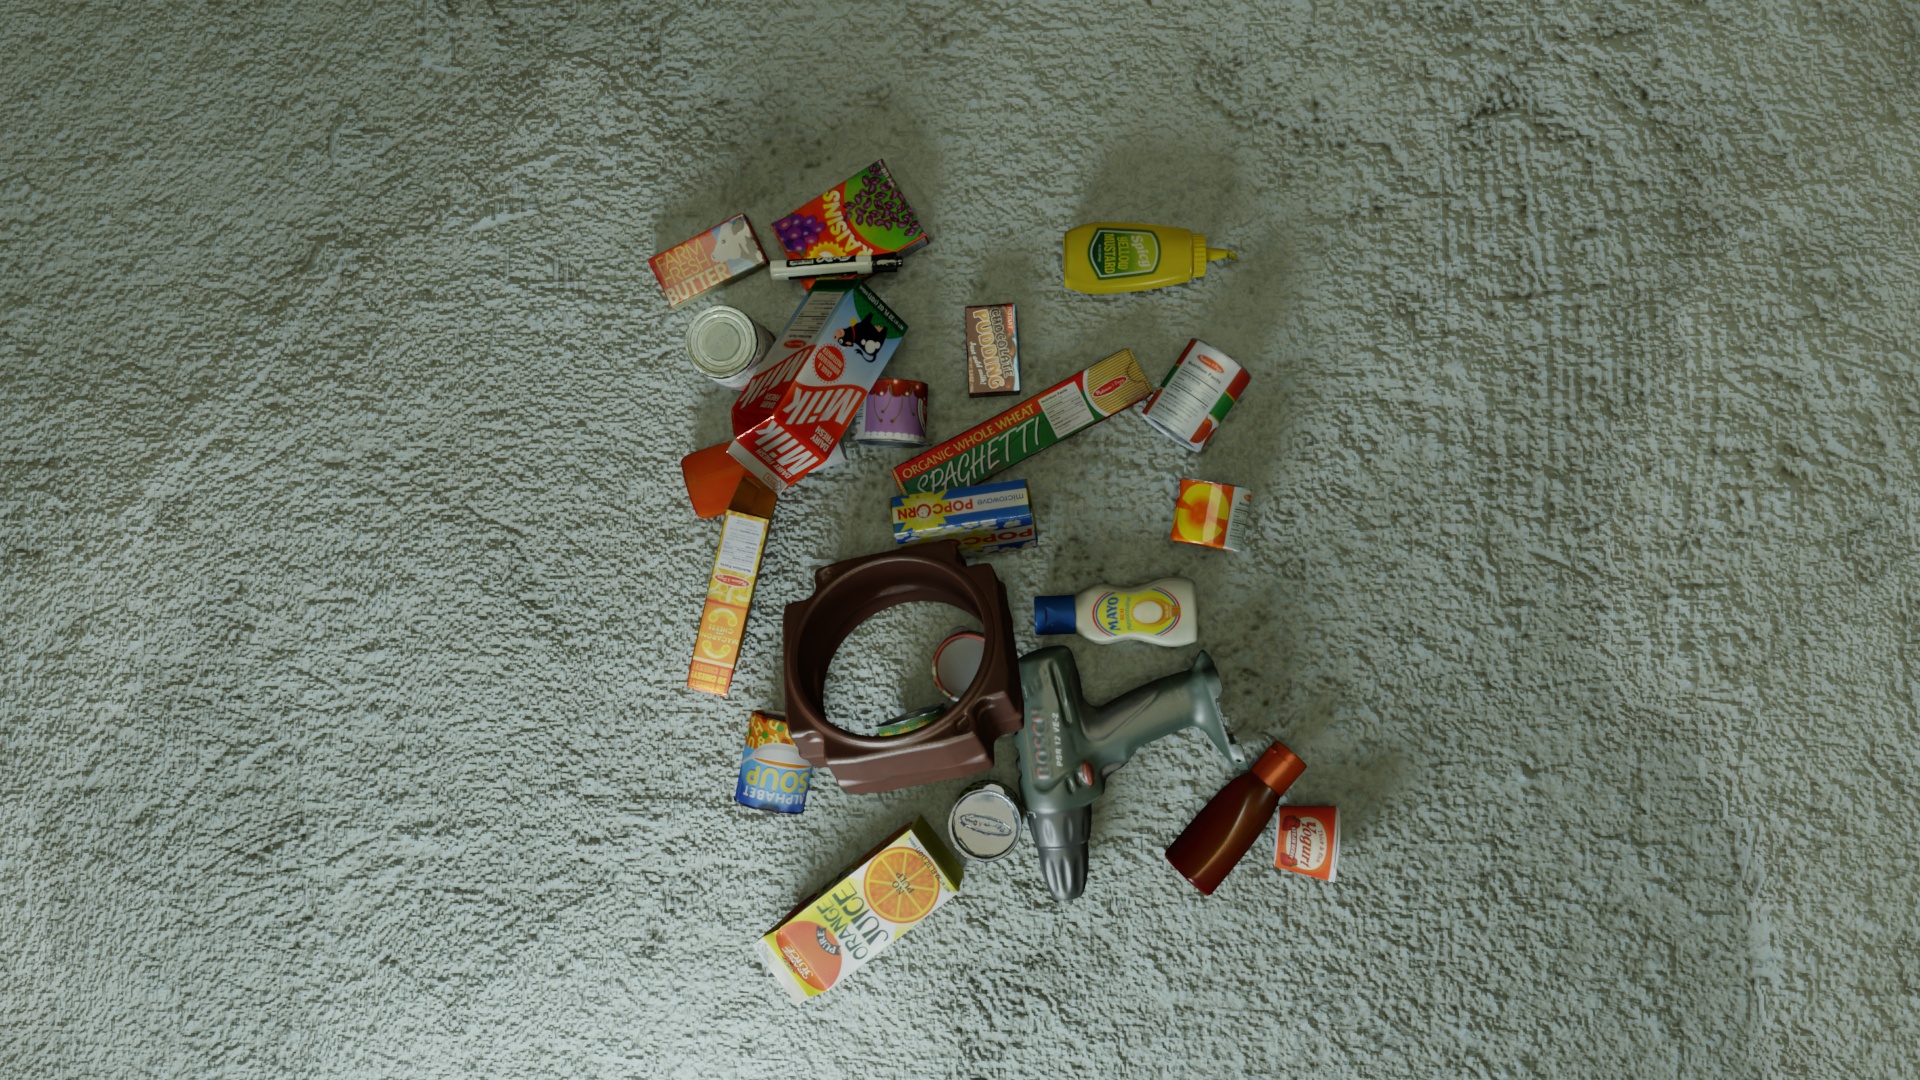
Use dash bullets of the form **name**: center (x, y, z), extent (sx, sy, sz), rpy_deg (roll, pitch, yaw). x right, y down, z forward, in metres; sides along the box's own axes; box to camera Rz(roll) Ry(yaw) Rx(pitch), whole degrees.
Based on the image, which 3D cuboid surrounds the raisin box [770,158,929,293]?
- **raisin box**: center (-0.103, -0.287, 1.302), extent (0.123, 0.040, 0.086), rpy_deg (-29, 88, 3)

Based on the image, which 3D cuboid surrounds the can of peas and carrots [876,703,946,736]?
- **can of peas and carrots**: center (-0.035, 0.186, 1.271), extent (0.071, 0.071, 0.058), rpy_deg (-18, 89, 3)

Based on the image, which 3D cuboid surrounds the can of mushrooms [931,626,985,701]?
- **can of mushrooms**: center (0.006, 0.115, 1.289), extent (0.071, 0.033, 0.071), rpy_deg (0, 89, 4)

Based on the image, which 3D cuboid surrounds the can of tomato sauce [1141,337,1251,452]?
- **can of tomato sauce**: center (0.215, -0.131, 1.267), extent (0.071, 0.071, 0.083), rpy_deg (34, 92, 4)

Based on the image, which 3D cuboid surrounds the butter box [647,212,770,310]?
- **butter box**: center (-0.238, -0.264, 1.317), extent (0.103, 0.024, 0.053), rpy_deg (-25, 88, 3)

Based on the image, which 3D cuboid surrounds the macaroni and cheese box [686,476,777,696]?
- **macaroni and cheese box**: center (-0.202, 0.038, 1.239), extent (0.040, 0.124, 0.166), rpy_deg (14, 104, -6)

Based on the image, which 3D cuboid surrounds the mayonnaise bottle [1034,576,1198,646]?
- **mayonnaise bottle**: center (0.142, 0.067, 1.277), extent (0.148, 0.041, 0.064), rpy_deg (-2, 89, 3)

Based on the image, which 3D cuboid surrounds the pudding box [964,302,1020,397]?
- **pudding box**: center (0.030, -0.177, 1.296), extent (0.050, 0.030, 0.083), rpy_deg (-2, 89, 3)

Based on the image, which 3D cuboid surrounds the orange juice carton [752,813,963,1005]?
- **orange juice carton**: center (-0.095, 0.341, 1.269), extent (0.192, 0.073, 0.072), rpy_deg (-38, 87, 3)

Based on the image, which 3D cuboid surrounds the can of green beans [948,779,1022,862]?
- **can of green beans**: center (0.024, 0.256, 1.272), extent (0.071, 0.058, 0.071), rpy_deg (0, 89, 4)

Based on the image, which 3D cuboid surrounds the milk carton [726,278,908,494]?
- **milk carton**: center (-0.135, -0.138, 1.241), extent (0.072, 0.073, 0.191), rpy_deg (43, 70, -36)

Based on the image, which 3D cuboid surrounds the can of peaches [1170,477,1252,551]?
- **can of peaches**: center (0.225, -0.024, 1.263), extent (0.071, 0.071, 0.058), rpy_deg (9, 90, 4)

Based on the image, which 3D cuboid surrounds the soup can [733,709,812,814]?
- **soup can**: center (-0.168, 0.204, 1.278), extent (0.071, 0.071, 0.083), rpy_deg (11, 89, 4)

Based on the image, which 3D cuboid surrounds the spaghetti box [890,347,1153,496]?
- **spaghetti box**: center (0.056, -0.101, 1.293), extent (0.250, 0.028, 0.050), rpy_deg (-27, 87, 2)

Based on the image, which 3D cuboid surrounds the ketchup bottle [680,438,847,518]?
- **ketchup bottle**: center (-0.182, -0.070, 1.299), extent (0.149, 0.043, 0.064), rpy_deg (-17, 90, 3)

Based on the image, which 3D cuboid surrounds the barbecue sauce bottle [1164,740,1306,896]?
- **barbecue sauce bottle**: center (0.251, 0.248, 1.256), extent (0.043, 0.065, 0.148), rpy_deg (42, 88, -21)

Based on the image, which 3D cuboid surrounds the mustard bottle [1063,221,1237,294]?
- **mustard bottle**: center (0.175, -0.262, 1.279), extent (0.160, 0.049, 0.065), rpy_deg (-2, 90, 4)

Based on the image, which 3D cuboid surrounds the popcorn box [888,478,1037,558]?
- **popcorn box**: center (0.005, -0.016, 1.263), extent (0.127, 0.085, 0.038), rpy_deg (-8, 69, 3)

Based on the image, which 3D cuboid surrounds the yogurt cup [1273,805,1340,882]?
- **yogurt cup**: center (0.312, 0.270, 1.252), extent (0.054, 0.072, 0.072), rpy_deg (5, 89, 12)

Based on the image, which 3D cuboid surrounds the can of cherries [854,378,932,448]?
- **can of cherries**: center (-0.061, -0.117, 1.283), extent (0.071, 0.071, 0.058), rpy_deg (2, 88, 4)
